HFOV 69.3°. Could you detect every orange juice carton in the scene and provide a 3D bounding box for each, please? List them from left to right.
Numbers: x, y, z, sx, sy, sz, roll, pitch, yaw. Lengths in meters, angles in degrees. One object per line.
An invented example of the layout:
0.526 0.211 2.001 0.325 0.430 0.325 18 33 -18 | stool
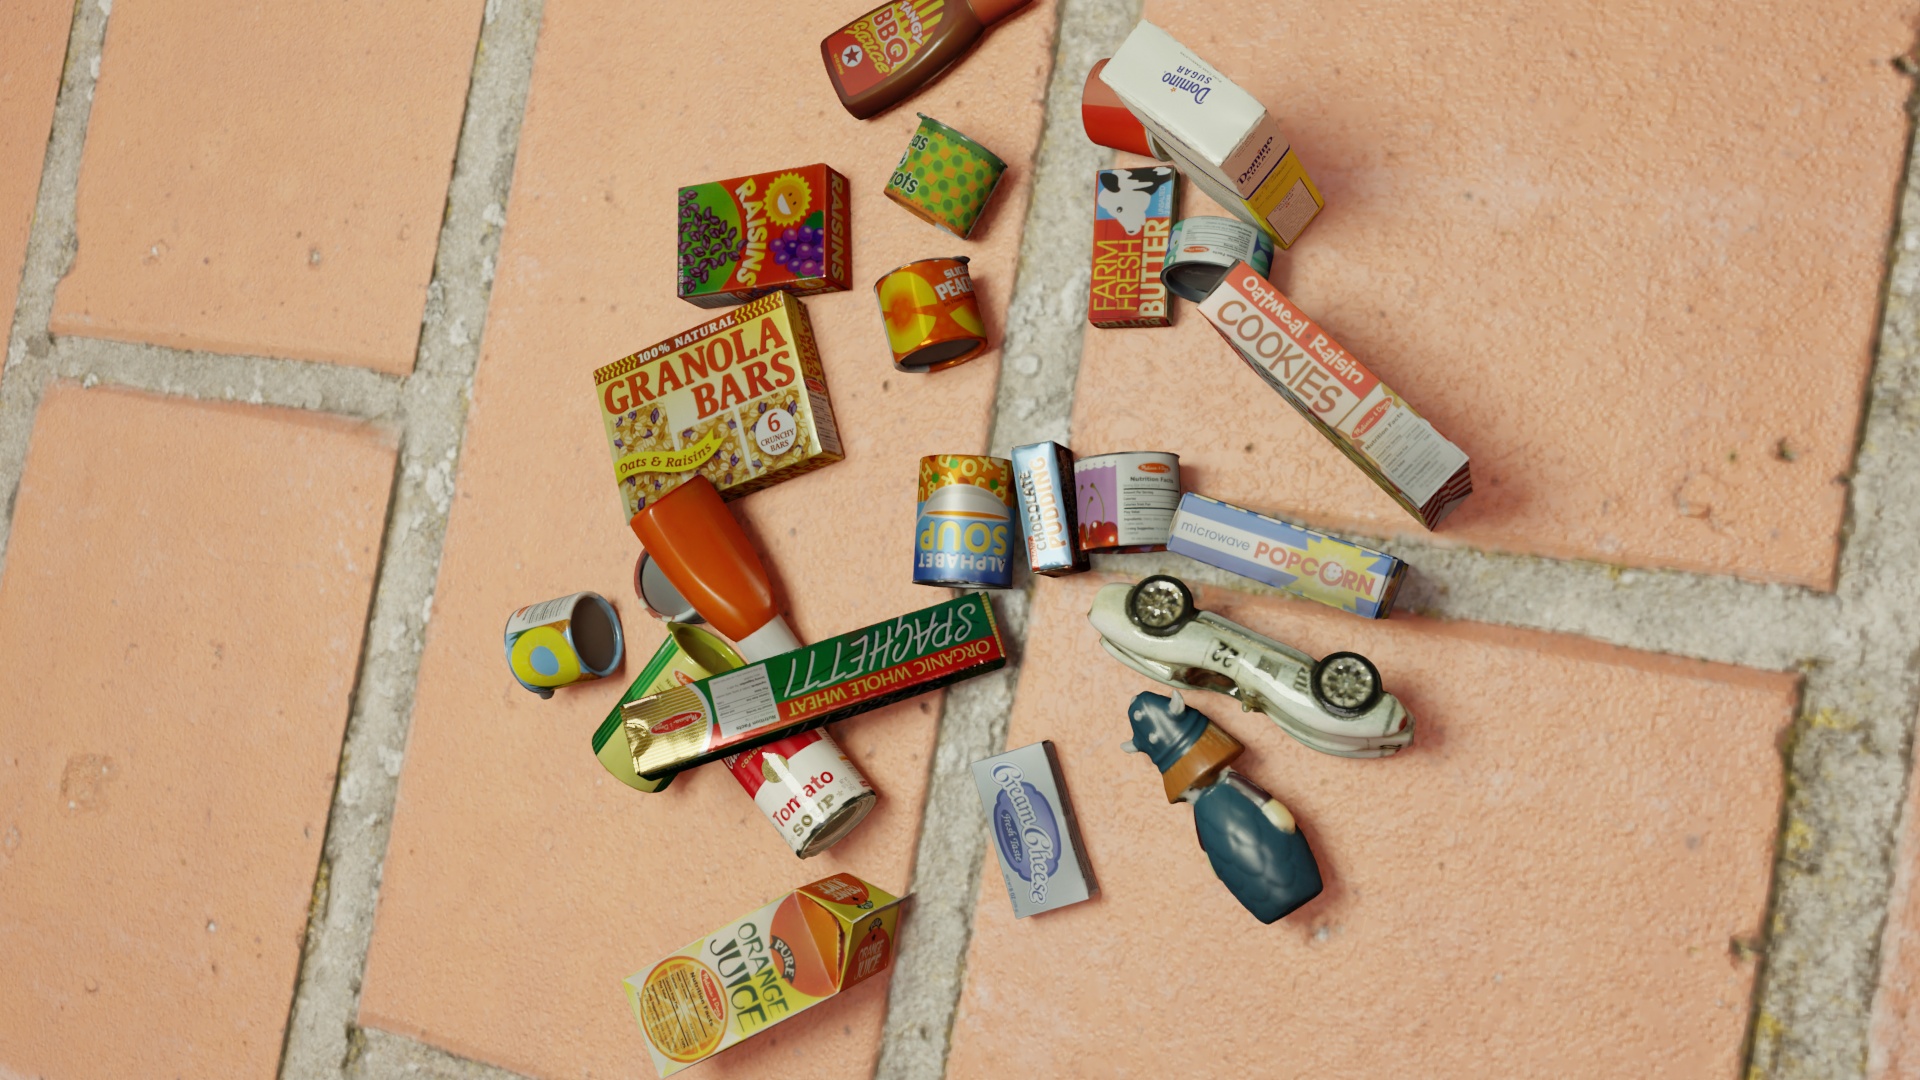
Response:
-0.122 0.281 0.927 0.192 0.072 0.073 -31 75 17 | orange juice carton

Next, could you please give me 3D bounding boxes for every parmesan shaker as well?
-0.206 0.117 0.979 0.071 0.071 0.103 43 101 20 | parmesan shaker

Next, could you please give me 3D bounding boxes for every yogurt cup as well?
0.114 -0.281 0.894 0.054 0.072 0.072 15 91 30 | yogurt cup

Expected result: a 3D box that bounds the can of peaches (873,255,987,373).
-0.018 -0.151 0.931 0.071 0.071 0.058 -18 79 20 | can of peaches

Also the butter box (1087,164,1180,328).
0.114 -0.191 0.905 0.053 0.024 0.103 2 86 21 | butter box

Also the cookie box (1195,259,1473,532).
0.218 -0.082 0.799 0.040 0.123 0.168 -47 70 11 | cookie box

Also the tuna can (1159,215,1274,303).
0.160 -0.171 0.863 0.071 0.071 0.033 10 78 22 | tuna can

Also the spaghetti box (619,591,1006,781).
-0.094 0.095 0.907 0.250 0.028 0.050 -17 70 -3 | spaghetti box

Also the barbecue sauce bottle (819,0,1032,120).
-0.023 -0.355 0.966 0.148 0.043 0.065 -24 76 18 | barbecue sauce bottle

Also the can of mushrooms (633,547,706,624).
-0.202 0.026 1.006 0.071 0.033 0.071 -2 85 22 | can of mushrooms

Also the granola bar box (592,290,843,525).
-0.176 -0.092 1.004 0.165 0.039 0.124 -19 79 19 | granola bar box

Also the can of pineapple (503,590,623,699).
-0.289 0.076 1.019 0.058 0.071 0.071 -15 80 20 | can of pineapple

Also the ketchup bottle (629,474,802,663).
-0.161 0.030 0.957 0.043 0.065 0.148 -28 99 43 | ketchup bottle

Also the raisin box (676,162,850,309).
-0.142 -0.218 1.003 0.123 0.040 0.086 -3 83 23 | raisin box

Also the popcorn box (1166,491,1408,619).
0.194 0.009 0.820 0.127 0.085 0.038 20 94 22 | popcorn box

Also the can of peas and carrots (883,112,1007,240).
-0.013 -0.244 0.937 0.071 0.071 0.058 32 98 21 | can of peas and carrots

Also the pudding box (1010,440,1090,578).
0.058 -0.020 0.897 0.030 0.049 0.084 -12 81 19 | pudding box

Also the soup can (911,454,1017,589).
0.003 -0.011 0.906 0.071 0.071 0.084 1 85 22 | soup can

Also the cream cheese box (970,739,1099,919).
0.047 0.185 0.895 0.053 0.024 0.104 -21 78 17 | cream cheese box

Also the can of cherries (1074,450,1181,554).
0.105 -0.022 0.872 0.071 0.071 0.058 -5 84 21 | can of cherries
